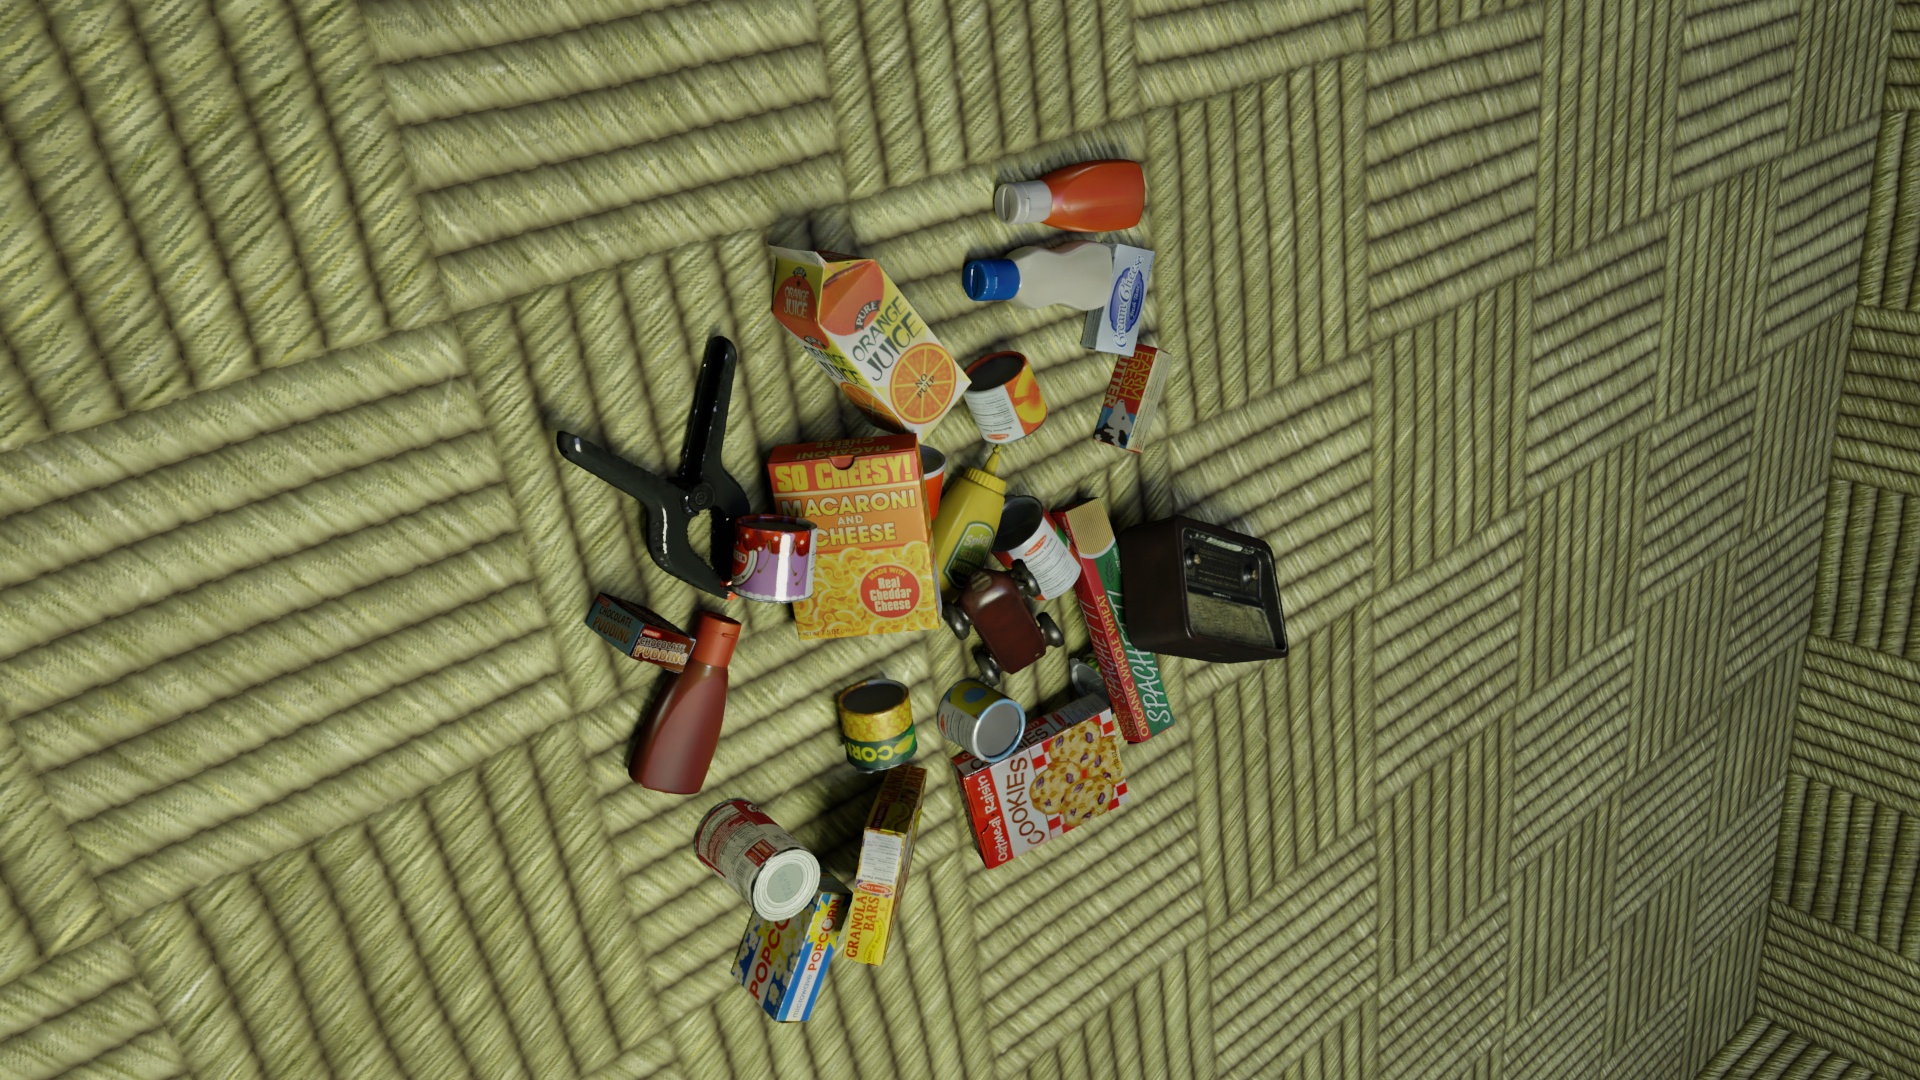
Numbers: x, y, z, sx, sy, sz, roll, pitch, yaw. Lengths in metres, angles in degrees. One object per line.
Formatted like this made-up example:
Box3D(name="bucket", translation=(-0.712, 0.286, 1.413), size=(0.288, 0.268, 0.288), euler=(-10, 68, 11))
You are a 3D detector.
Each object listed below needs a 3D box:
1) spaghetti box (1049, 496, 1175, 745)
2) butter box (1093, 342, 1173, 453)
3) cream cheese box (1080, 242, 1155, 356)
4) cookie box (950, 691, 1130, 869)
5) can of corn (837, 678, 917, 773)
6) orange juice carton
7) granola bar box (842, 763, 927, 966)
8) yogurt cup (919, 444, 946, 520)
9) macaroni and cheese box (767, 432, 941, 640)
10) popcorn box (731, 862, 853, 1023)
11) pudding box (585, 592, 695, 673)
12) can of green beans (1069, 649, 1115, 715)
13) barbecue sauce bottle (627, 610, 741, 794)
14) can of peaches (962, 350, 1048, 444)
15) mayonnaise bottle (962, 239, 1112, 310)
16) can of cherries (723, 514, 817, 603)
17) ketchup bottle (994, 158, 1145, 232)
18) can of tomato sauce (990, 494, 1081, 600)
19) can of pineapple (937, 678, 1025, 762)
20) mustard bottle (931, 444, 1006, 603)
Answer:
Box3D(name="spaghetti box", translation=(0.153, 0.080, 1.384), size=(0.050, 0.028, 0.249), euler=(-23, 98, -31))
Box3D(name="butter box", translation=(0.169, -0.140, 1.359), size=(0.024, 0.053, 0.103), euler=(13, 96, -38))
Box3D(name="cream cheese box", translation=(0.151, -0.231, 1.331), size=(0.053, 0.024, 0.103), euler=(2, 104, -38))
Box3D(name="cookie box", translation=(0.083, 0.244, 1.408), size=(0.168, 0.040, 0.122), euler=(-23, 119, -16))
Box3D(name="can of corn", translation=(-0.076, 0.167, 1.257), size=(0.071, 0.071, 0.058), euler=(-23, 118, -31))
Box3D(name="orange juice carton", translation=(-0.081, -0.170, 1.132), size=(0.073, 0.072, 0.192), euler=(-53, 130, -13))
Box3D(name="granola bar box", translation=(-0.066, 0.287, 1.256), size=(0.039, 0.166, 0.124), euler=(11, 101, 3))
Box3D(name="yogurt cup", translation=(-0.047, -0.047, 1.210), size=(0.072, 0.072, 0.053), euler=(-19, 125, -33))
Box3D(name="macaroni and cheese box", translation=(-0.086, -0.001, 1.165), size=(0.124, 0.040, 0.165), euler=(-6, 114, 4))
Box3D(name="popcorn box", translation=(-0.152, 0.355, 1.250), size=(0.038, 0.085, 0.126), euler=(18, 94, -40))
Box3D(name="pudding box", translation=(-0.247, 0.071, 1.073), size=(0.049, 0.084, 0.030), euler=(25, 89, -41))
Box3D(name="can of green beans", translation=(0.156, 0.140, 1.438), size=(0.058, 0.071, 0.071), euler=(-32, 123, -27))
Box3D(name="barbecue sauce bottle", translation=(-0.221, 0.133, 1.144), size=(0.065, 0.044, 0.148), euler=(18, 93, -42))
Box3D(name="can of peaches", translation=(0.039, -0.131, 1.249), size=(0.071, 0.071, 0.057), euler=(-41, 127, -21))
Box3D(name="mayonnaise bottle", translation=(0.071, -0.238, 1.254), size=(0.148, 0.041, 0.064), euler=(-10, 110, -35))
Box3D(name="can of cherries", translation=(-0.151, 0.013, 1.108), size=(0.072, 0.071, 0.058), euler=(-4, 107, -38))
Box3D(name="ketchup bottle", translation=(0.099, -0.308, 1.249), size=(0.149, 0.043, 0.064), euler=(-14, 113, -35))
Box3D(name="can of tomato sauce", translation=(0.068, 0.007, 1.321), size=(0.071, 0.071, 0.083), euler=(-51, 130, -13))
Box3D(name="can of pineapple", translation=(0.022, 0.174, 1.346), size=(0.071, 0.058, 0.070), euler=(-14, 114, -35))
Box3D(name="mustard bottle", translation=(0.005, -0.016, 1.271), size=(0.065, 0.049, 0.160), euler=(22, 91, -47))
